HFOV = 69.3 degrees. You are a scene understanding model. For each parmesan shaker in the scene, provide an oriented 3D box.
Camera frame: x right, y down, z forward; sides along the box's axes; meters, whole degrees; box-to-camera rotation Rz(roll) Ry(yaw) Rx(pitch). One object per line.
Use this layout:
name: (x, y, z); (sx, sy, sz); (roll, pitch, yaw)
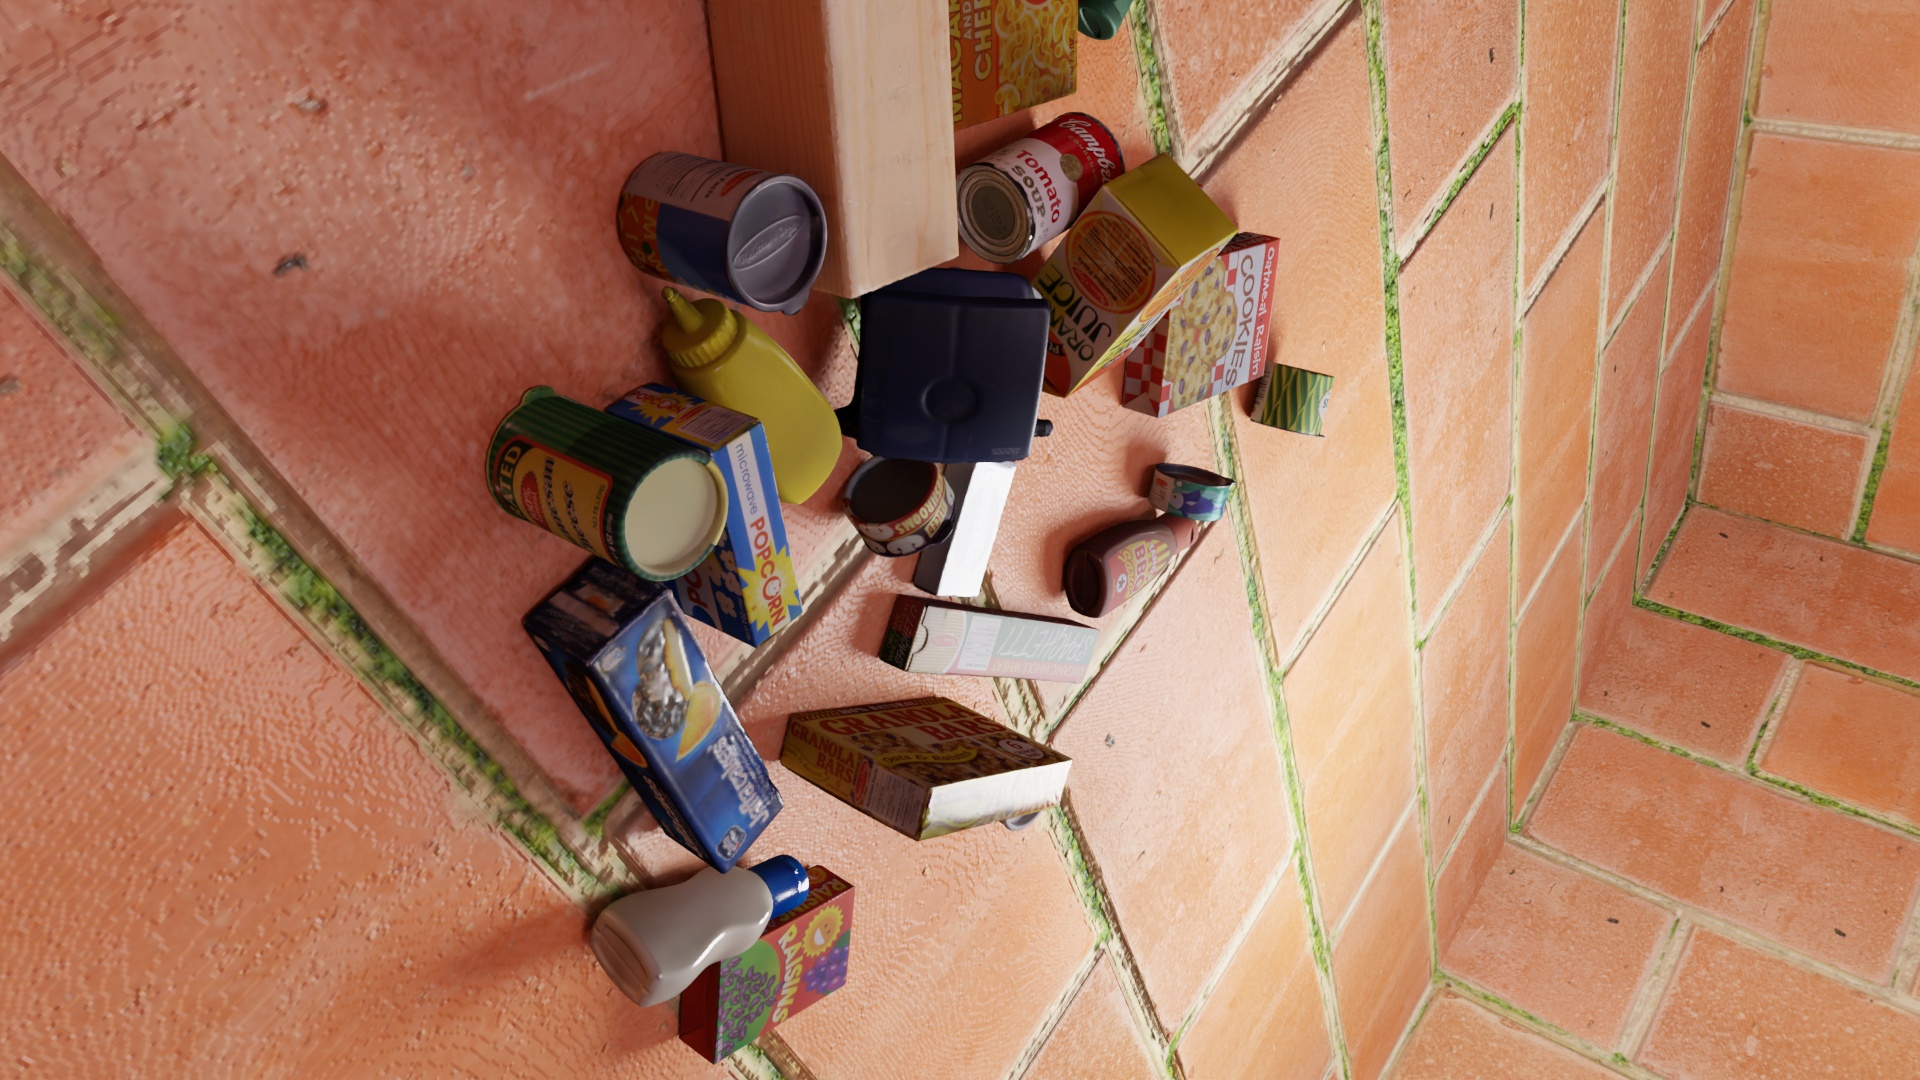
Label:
parmesan shaker: (-0.171, -0.029, 0.669); (0.071, 0.103, 0.071); (-28, 128, -43)

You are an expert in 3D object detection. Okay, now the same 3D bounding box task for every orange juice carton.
orange juice carton: (0.093, -0.164, 0.938); (0.072, 0.073, 0.191); (-36, 172, -37)

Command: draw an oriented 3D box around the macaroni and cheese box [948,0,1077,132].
macaroni and cheese box: (0.006, -0.311, 0.818); (0.167, 0.040, 0.123); (-32, 131, -42)

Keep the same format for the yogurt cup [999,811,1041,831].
yogurt cup: (0.035, 0.188, 1.098); (0.073, 0.054, 0.072); (-29, 129, -43)

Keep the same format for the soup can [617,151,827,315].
soup can: (-0.118, -0.153, 0.693); (0.072, 0.084, 0.071); (-29, 129, -43)

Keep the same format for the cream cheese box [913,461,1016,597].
cream cheese box: (0.003, -0.012, 0.980); (0.053, 0.024, 0.103); (6, 102, -56)

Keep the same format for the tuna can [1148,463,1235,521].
tuna can: (0.198, -0.041, 1.186); (0.071, 0.071, 0.032); (-10, 116, -51)

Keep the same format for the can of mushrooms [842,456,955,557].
can of mushrooms: (-0.037, -0.024, 0.878); (0.071, 0.071, 0.033); (-54, 141, -21)

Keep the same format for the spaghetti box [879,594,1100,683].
spaghetti box: (0.030, 0.078, 1.057); (0.250, 0.029, 0.050); (12, 97, -55)

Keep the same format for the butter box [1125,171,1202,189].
butter box: (0.144, -0.248, 1.048); (0.104, 0.024, 0.053); (-10, 115, -51)

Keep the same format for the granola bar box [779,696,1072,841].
granola bar box: (-0.021, 0.151, 0.943); (0.166, 0.124, 0.039); (2, 106, -54)

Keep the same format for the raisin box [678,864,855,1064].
raisin box: (-0.130, 0.284, 0.940); (0.124, 0.040, 0.085); (-17, 119, -47)

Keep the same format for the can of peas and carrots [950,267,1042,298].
can of peas and carrots: (0.013, -0.137, 0.899); (0.071, 0.059, 0.070); (-28, 128, -43)

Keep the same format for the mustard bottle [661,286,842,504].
mustard bottle: (-0.120, -0.086, 0.755); (0.065, 0.049, 0.159); (-57, 143, -20)

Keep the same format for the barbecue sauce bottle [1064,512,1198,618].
barbecue sauce bottle: (0.146, 0.012, 1.167); (0.149, 0.044, 0.064); (-26, 126, -45)

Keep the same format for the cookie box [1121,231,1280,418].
cookie box: (0.200, -0.181, 1.145); (0.168, 0.040, 0.122); (-24, 125, -44)

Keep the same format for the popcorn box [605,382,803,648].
popcorn box: (-0.136, -0.014, 0.739); (0.038, 0.085, 0.126); (-38, 134, -38)

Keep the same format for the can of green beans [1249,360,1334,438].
can of green beans: (0.309, -0.132, 1.292); (0.071, 0.071, 0.057); (-1, 108, -53)

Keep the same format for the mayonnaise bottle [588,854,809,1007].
mayonnaise bottle: (-0.155, 0.234, 0.862); (0.148, 0.065, 0.041); (-11, 137, -55)

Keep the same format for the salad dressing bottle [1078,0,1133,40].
salad dressing bottle: (0.118, -0.401, 0.919); (0.148, 0.044, 0.064); (-62, 146, -9)
